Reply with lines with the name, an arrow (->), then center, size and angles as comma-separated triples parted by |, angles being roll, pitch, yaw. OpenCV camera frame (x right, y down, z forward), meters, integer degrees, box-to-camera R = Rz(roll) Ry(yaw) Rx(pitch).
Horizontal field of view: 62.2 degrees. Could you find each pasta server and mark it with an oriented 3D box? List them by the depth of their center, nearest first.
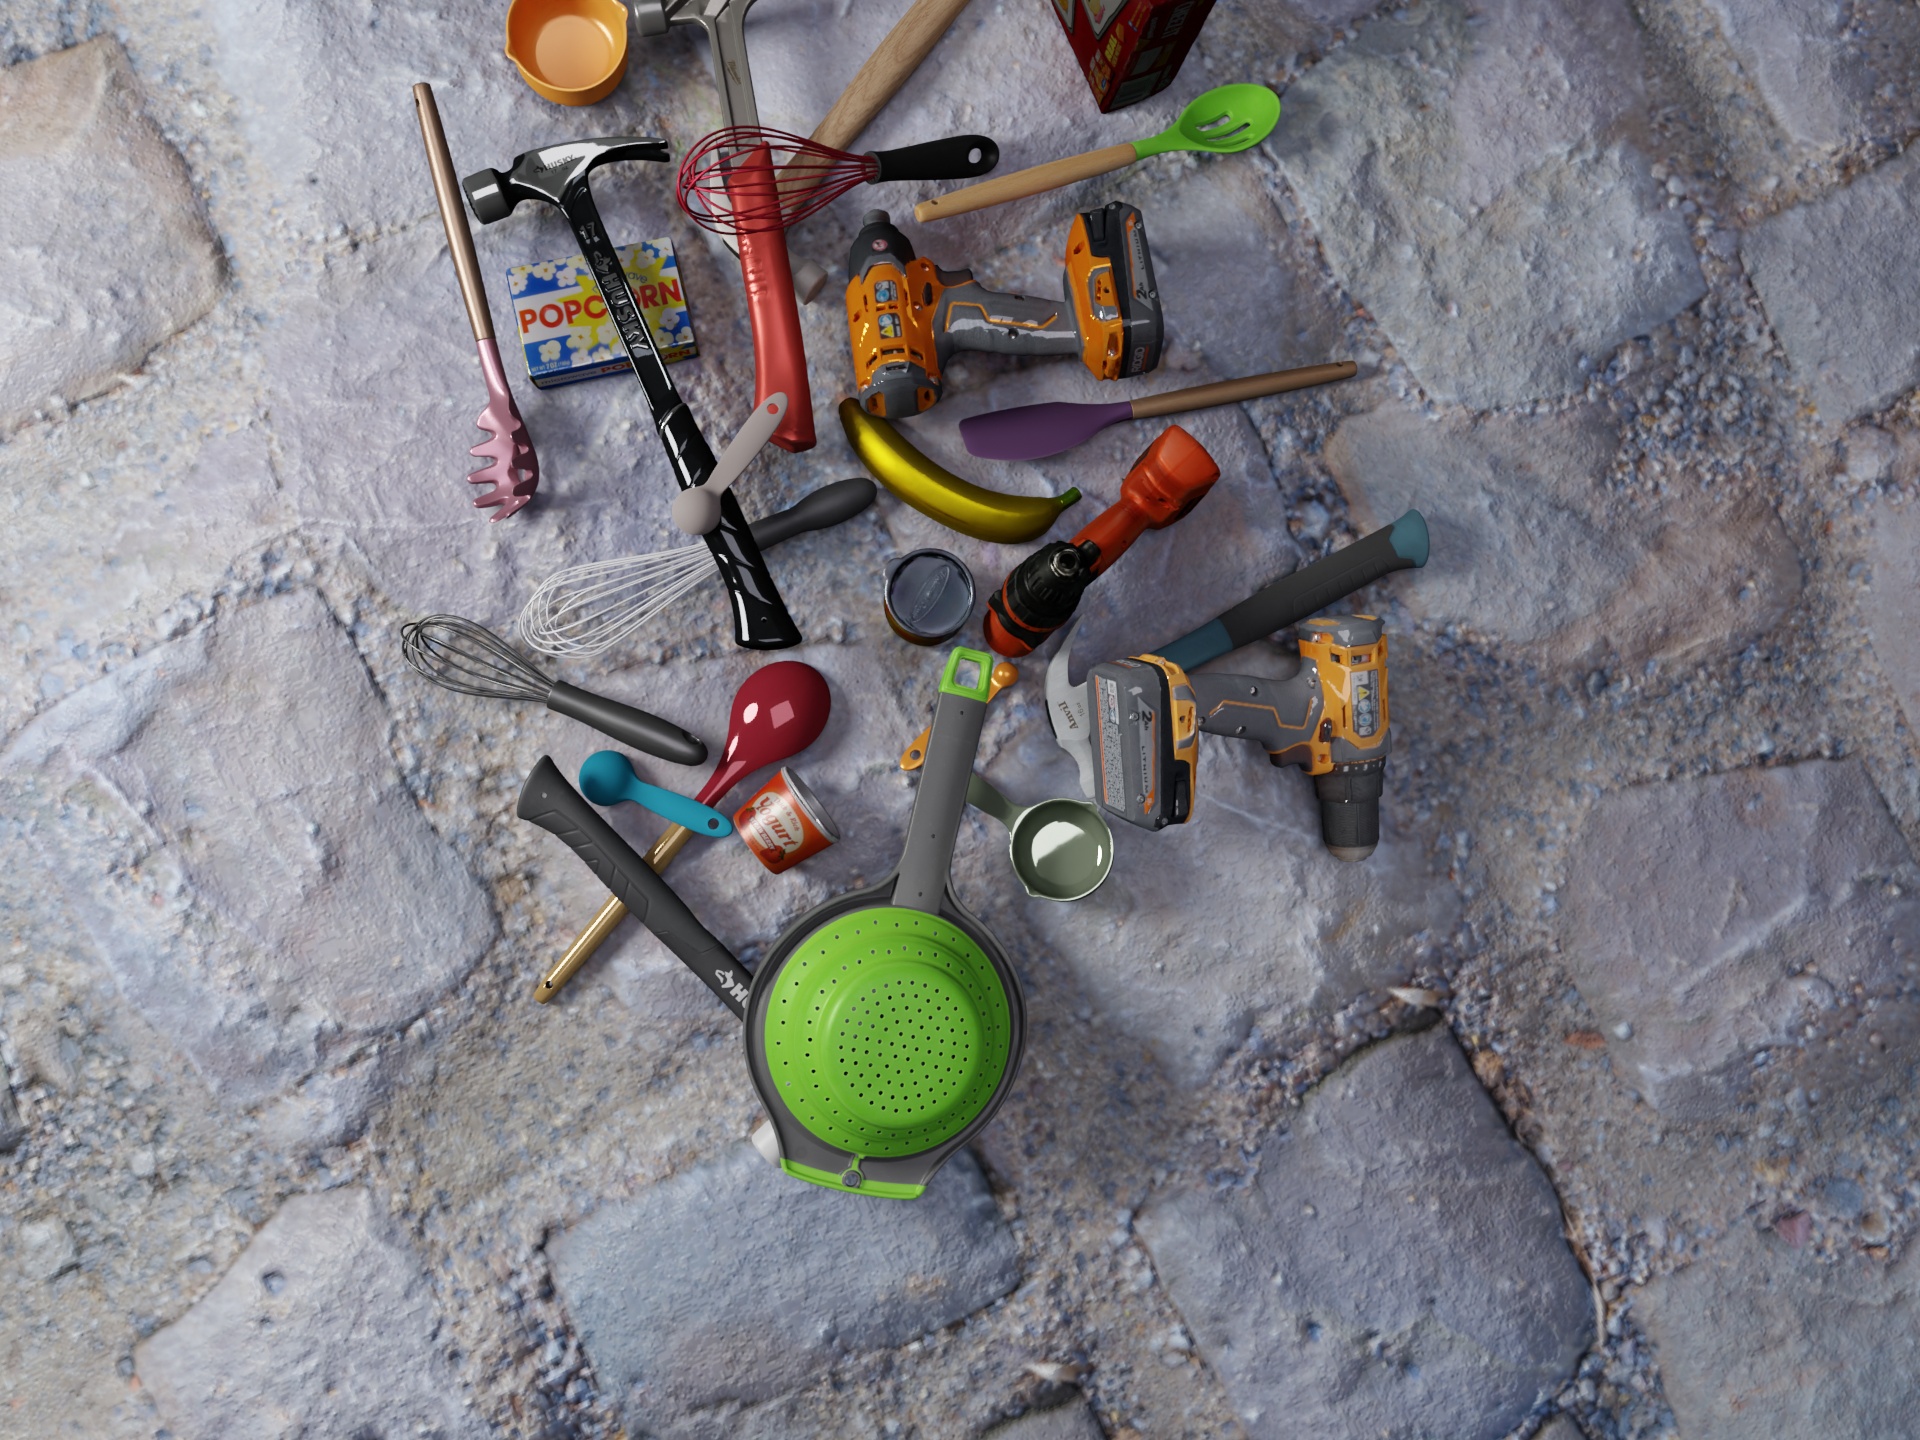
pasta server -> -0.359, -0.303, 1.158 | 0.040, 0.060, 0.316 | -19, 99, -47

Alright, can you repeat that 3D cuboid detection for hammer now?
hammer -> -0.190, 0.154, 1.143 | 0.146, 0.035, 0.334 | -43, 96, -7
hammer -> -0.210, -0.236, 1.147 | 0.149, 0.036, 0.409 | -24, 85, -8
hammer -> -0.141, -0.378, 1.176 | 0.149, 0.036, 0.359 | -10, 87, -4
hammer -> 0.214, -0.071, 1.212 | 0.331, 0.033, 0.128 | -27, 89, -6
hammer -> -0.073, -0.485, 1.225 | 0.130, 0.031, 0.331 | 37, 83, -1

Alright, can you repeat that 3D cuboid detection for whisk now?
whisk -> -0.079, -0.398, 1.147 | 0.296, 0.073, 0.073 | -22, 87, -38
whisk -> -0.295, -0.019, 1.155 | 0.239, 0.055, 0.055 | 23, 84, -1
whisk -> -0.191, -0.119, 1.174 | 0.284, 0.070, 0.070 | -25, 88, -10

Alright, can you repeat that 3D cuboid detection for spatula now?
spatula -> 0.156, -0.242, 1.225 | 0.316, 0.018, 0.060 | -12, 53, -8

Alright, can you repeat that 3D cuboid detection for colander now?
colander -> -0.028, 0.139, 1.106 | 0.204, 0.094, 0.397 | 14, 84, -10

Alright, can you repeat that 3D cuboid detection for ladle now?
ladle -> -0.208, 0.082, 1.170 | 0.069, 0.031, 0.315 | 39, 85, 5

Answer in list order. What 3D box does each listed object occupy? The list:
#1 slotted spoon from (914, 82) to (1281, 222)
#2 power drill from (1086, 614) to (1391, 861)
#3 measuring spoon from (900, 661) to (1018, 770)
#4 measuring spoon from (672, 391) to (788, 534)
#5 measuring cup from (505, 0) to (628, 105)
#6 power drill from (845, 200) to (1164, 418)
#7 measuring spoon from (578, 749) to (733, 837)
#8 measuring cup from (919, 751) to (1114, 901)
slotted spoon -> 0.106, -0.425, 1.206 | 0.313, 0.031, 0.070 | -22, 60, -18
power drill -> 0.213, 0.026, 1.163 | 0.226, 0.084, 0.185 | -9, 101, -18
measuring spoon -> -0.002, -0.004, 1.196 | 0.117, 0.011, 0.021 | -42, 67, -7
measuring spoon -> -0.160, -0.184, 1.119 | 0.034, 0.018, 0.124 | 35, 79, -1
measuring cup -> -0.310, -0.547, 1.193 | 0.095, 0.052, 0.173 | -24, 93, -7
power drill -> 0.027, -0.321, 1.192 | 0.226, 0.084, 0.164 | -8, 73, -2
measuring spoon -> -0.223, 0.056, 1.154 | 0.129, 0.021, 0.042 | 21, 82, 16
measuring cup -> 0.040, 0.073, 1.191 | 0.168, 0.038, 0.083 | 33, 86, 16
